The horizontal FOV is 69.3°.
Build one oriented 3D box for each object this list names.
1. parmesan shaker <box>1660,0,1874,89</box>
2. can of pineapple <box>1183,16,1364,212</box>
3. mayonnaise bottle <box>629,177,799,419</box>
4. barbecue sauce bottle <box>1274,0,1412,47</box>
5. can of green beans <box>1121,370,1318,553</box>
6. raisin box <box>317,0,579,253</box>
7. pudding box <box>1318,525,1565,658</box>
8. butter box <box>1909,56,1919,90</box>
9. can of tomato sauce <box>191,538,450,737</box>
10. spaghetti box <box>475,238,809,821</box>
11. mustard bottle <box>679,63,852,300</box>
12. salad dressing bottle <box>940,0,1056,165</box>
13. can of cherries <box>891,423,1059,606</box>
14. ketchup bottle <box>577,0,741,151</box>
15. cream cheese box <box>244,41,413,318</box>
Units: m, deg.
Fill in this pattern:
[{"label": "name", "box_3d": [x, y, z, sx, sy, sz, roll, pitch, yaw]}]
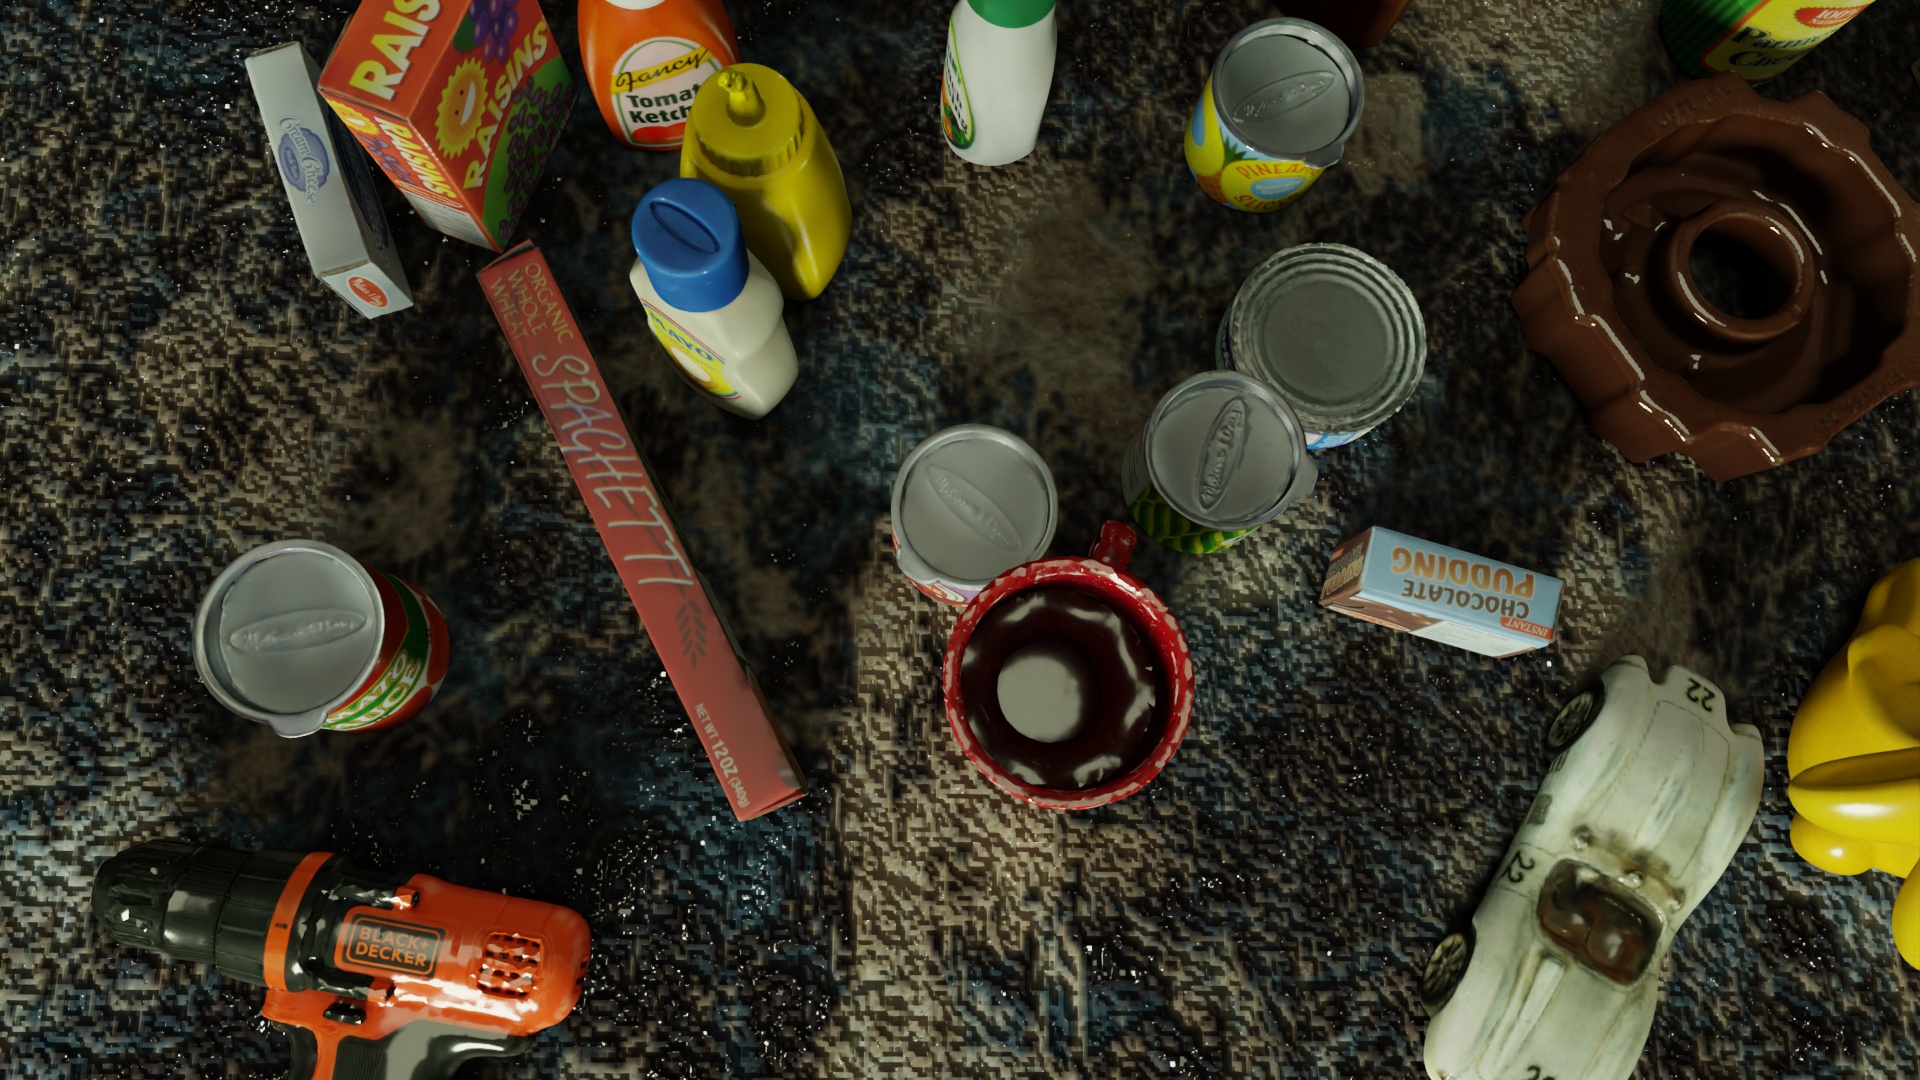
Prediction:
[{"label": "parmesan shaker", "box_3d": [0.373, -0.253, 0.617, 0.071, 0.103, 0.071, 1, 79, -3]}, {"label": "can of pineapple", "box_3d": [0.137, -0.184, 0.612, 0.071, 0.057, 0.071, 1, 79, -3]}, {"label": "mayonnaise bottle", "box_3d": [-0.096, -0.091, 0.533, 0.065, 0.148, 0.041, 36, 80, 4]}, {"label": "barbecue sauce bottle", "box_3d": [0.179, -0.269, 0.585, 0.065, 0.148, 0.044, 30, 79, 2]}, {"label": "can of green beans", "box_3d": [0.104, -0.031, 0.580, 0.071, 0.057, 0.071, 1, 79, -3]}, {"label": "raisin box", "box_3d": [-0.200, -0.181, 0.557, 0.040, 0.123, 0.086, 22, 79, 1]}, {"label": "pudding box", "box_3d": [0.199, 0.022, 0.579, 0.084, 0.049, 0.030, 16, 79, 0]}, {"label": "butter box", "box_3d": [0.480, -0.189, 0.636, 0.024, 0.053, 0.103, -13, 80, -6]}, {"label": "can of tomato sauce", "box_3d": [-0.239, 0.041, 0.532, 0.071, 0.083, 0.071, 1, 79, -3]}, {"label": "spaghetti box", "box_3d": [-0.129, -0.004, 0.564, 0.029, 0.050, 0.250, -27, 82, -8]}, {"label": "mustard bottle", "box_3d": [-0.077, -0.142, 0.538, 0.065, 0.160, 0.049, 23, 79, 1]}, {"label": "salad dressing bottle", "box_3d": [0.017, -0.204, 0.563, 0.044, 0.147, 0.064, -8, 80, -5]}, {"label": "can of cherries", "box_3d": [0.002, -0.007, 0.569, 0.071, 0.058, 0.071, 1, 79, -3]}, {"label": "ketchup bottle", "box_3d": [-0.124, -0.208, 0.554, 0.065, 0.148, 0.043, -15, 81, -6]}, {"label": "cream cheese box", "box_3d": [-0.264, -0.149, 0.583, 0.024, 0.053, 0.104, -21, 81, -7]}]
